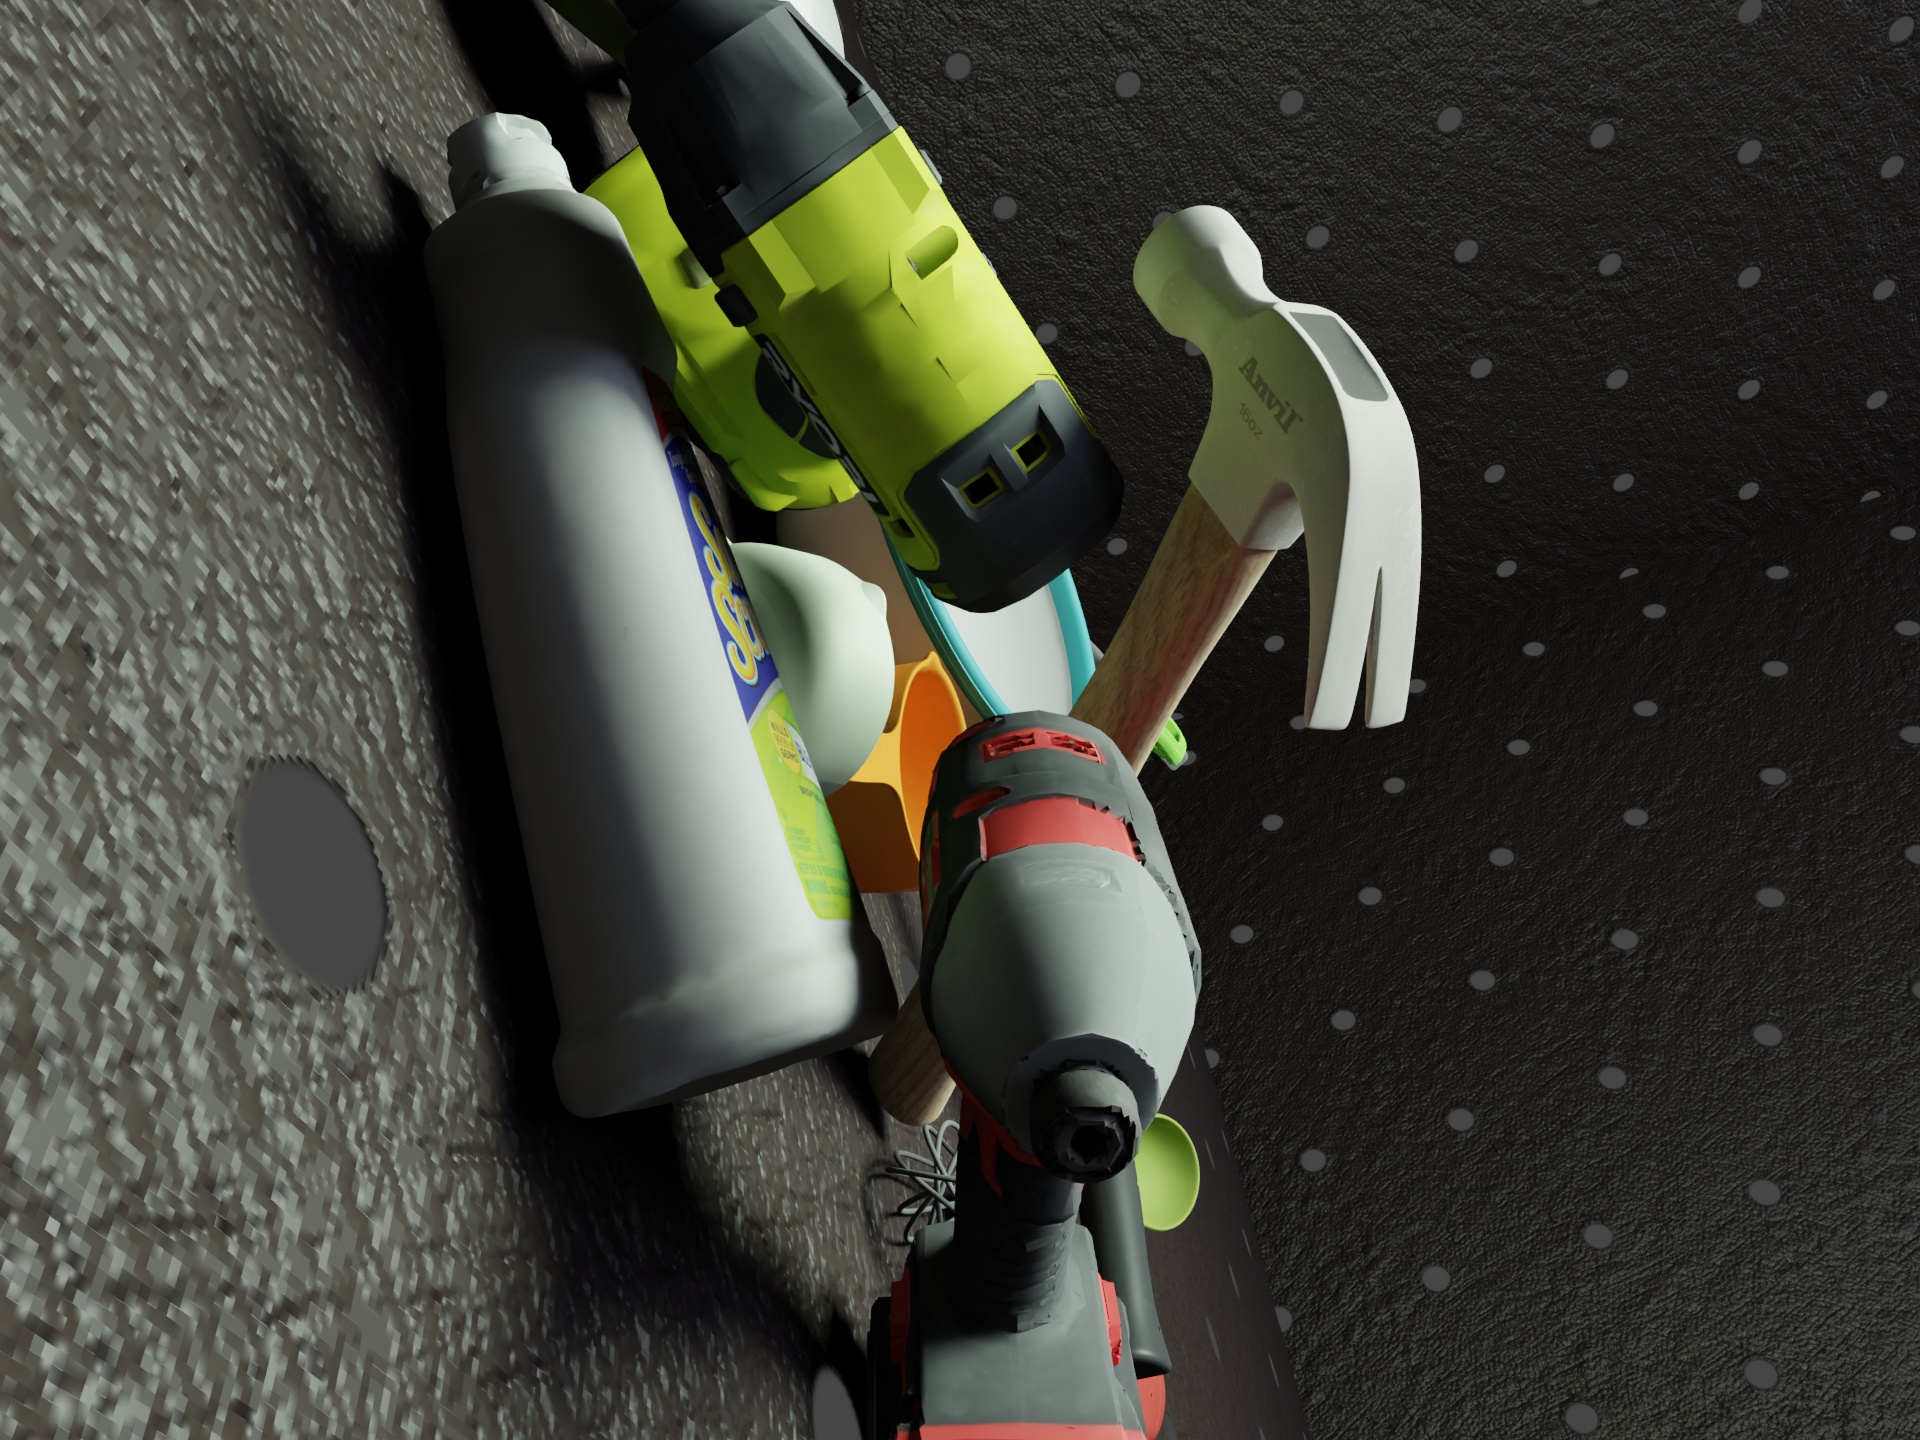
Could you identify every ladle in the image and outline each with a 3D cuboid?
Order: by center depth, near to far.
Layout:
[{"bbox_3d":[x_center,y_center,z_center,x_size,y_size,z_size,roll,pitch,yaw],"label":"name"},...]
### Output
[{"bbox_3d":[0.107,0.311,0.971,0.320,0.062,0.078,-1,73,-79],"label":"ladle"}]

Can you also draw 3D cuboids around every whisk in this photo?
[{"bbox_3d":[0.014,0.189,0.635,0.238,0.055,0.055,60,14,-71],"label":"whisk"}]

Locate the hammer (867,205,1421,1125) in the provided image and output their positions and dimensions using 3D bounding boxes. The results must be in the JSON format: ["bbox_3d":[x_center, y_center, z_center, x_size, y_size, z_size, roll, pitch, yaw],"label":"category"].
[{"bbox_3d":[0.034,0.026,0.479,0.130,0.031,0.331,63,-37,35],"label":"hammer"}]

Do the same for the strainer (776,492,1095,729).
[{"bbox_3d":[-0.001,-0.002,0.728,0.211,0.095,0.340,-11,81,-69],"label":"strainer"}]

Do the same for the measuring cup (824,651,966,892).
[{"bbox_3d":[-0.046,0.017,0.569,0.173,0.052,0.095,21,65,-69],"label":"measuring cup"}]

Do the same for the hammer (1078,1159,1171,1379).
[{"bbox_3d":[0.061,0.156,0.754,0.335,0.035,0.146,-93,165,-53],"label":"hammer"}]

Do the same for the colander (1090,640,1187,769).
[{"bbox_3d":[0.066,-0.004,1.040,0.204,0.094,0.397,47,4,-12],"label":"colander"}]

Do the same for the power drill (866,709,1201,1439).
[{"bbox_3d":[0.018,0.122,0.392,0.143,0.078,0.219,-97,-171,-65],"label":"power drill"}]

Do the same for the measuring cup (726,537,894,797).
[{"bbox_3d":[-0.084,-0.049,0.466,0.168,0.083,0.038,57,20,17],"label":"measuring cup"}]

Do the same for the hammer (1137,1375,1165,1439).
[{"bbox_3d":[0.049,0.304,0.647,0.359,0.036,0.149,35,38,-77],"label":"hammer"}]

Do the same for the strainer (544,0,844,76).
[{"bbox_3d":[-0.101,-0.275,0.608,0.151,0.069,0.257,33,8,-21],"label":"strainer"}]

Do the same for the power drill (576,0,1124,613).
[{"bbox_3d":[-0.050,-0.125,0.461,0.171,0.080,0.223,54,-7,-19],"label":"power drill"}]

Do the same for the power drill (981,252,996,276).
[{"bbox_3d":[-0.044,-0.249,0.888,0.164,0.084,0.227,40,26,-31],"label":"power drill"}]
